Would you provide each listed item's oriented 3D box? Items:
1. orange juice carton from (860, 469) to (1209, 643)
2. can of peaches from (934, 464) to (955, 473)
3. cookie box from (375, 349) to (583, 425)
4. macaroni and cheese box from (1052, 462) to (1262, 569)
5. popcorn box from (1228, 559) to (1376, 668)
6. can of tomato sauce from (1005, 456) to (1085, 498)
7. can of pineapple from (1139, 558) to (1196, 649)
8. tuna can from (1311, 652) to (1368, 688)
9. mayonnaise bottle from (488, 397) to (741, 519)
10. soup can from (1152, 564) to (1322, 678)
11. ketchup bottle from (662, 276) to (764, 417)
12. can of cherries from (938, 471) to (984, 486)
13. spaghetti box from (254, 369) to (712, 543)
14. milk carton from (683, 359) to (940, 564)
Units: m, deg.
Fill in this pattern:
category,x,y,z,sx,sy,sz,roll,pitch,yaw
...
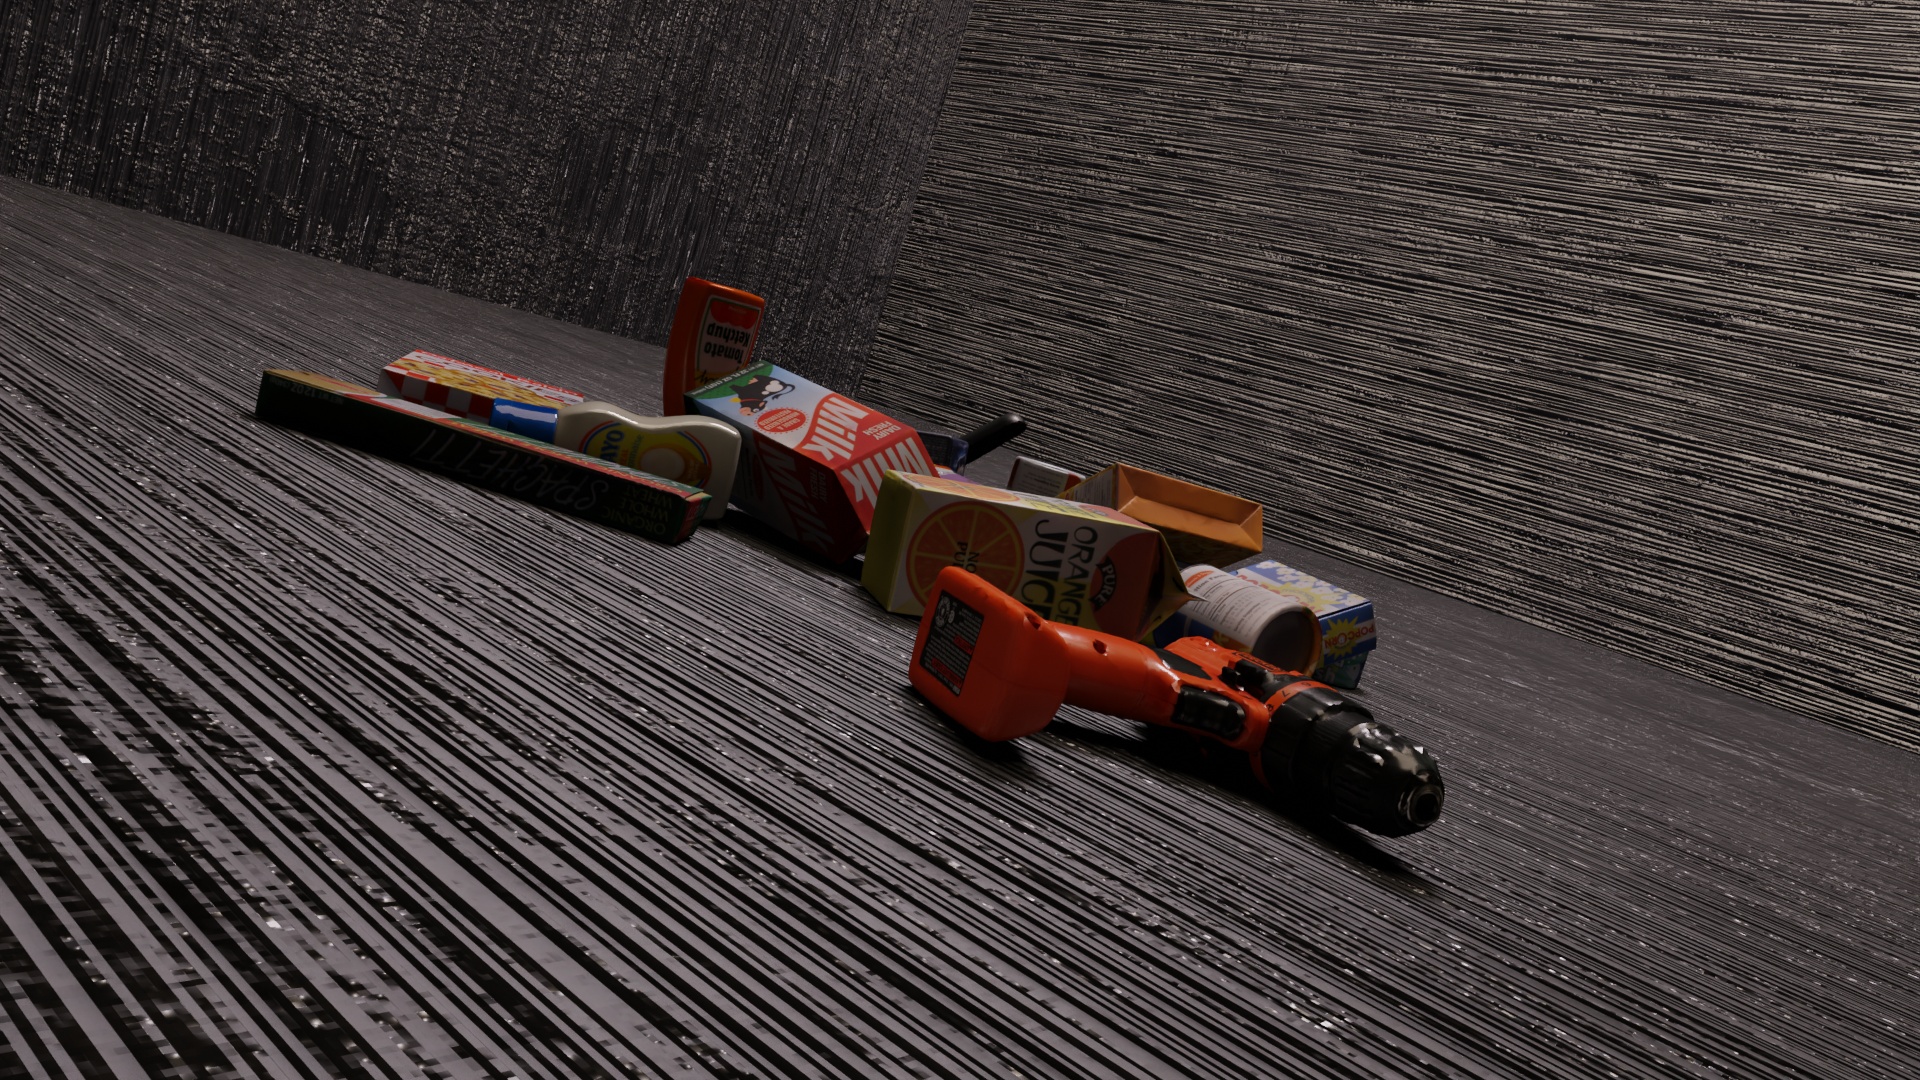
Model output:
category,x,y,z,sx,sy,sz,roll,pitch,yaw
orange juice carton,0.047,0.013,0.818,0.193,0.073,0.072,9,8,-18
can of peaches,-0.042,-0.028,1.052,0.058,0.071,0.071,11,9,-43
cookie box,-0.324,-0.090,0.949,0.123,0.040,0.168,15,8,-17
macaroni and cheese box,0.117,0.000,1.002,0.124,0.040,0.166,14,-22,-25
popcorn box,0.222,0.055,0.986,0.085,0.038,0.127,-16,18,-17
can of tomato sauce,0.069,-0.027,1.236,0.071,0.083,0.071,17,6,-2
can of pineapple,0.153,0.047,0.939,0.071,0.057,0.071,17,6,-2
tuna can,0.268,0.084,1.033,0.071,0.032,0.071,17,6,-2
mayonnaise bottle,-0.214,-0.055,0.854,0.148,0.064,0.041,10,9,-20
soup can,0.171,0.060,0.856,0.071,0.071,0.084,13,8,-36
ketchup bottle,-0.196,-0.120,1.050,0.043,0.148,0.065,22,9,41
can of cherries,0.004,-0.013,1.006,0.071,0.071,0.058,12,8,-41
spaghetti box,-0.268,-0.049,0.788,0.250,0.028,0.050,17,6,1
milk carton,-0.091,-0.047,0.903,0.191,0.073,0.073,27,42,36
